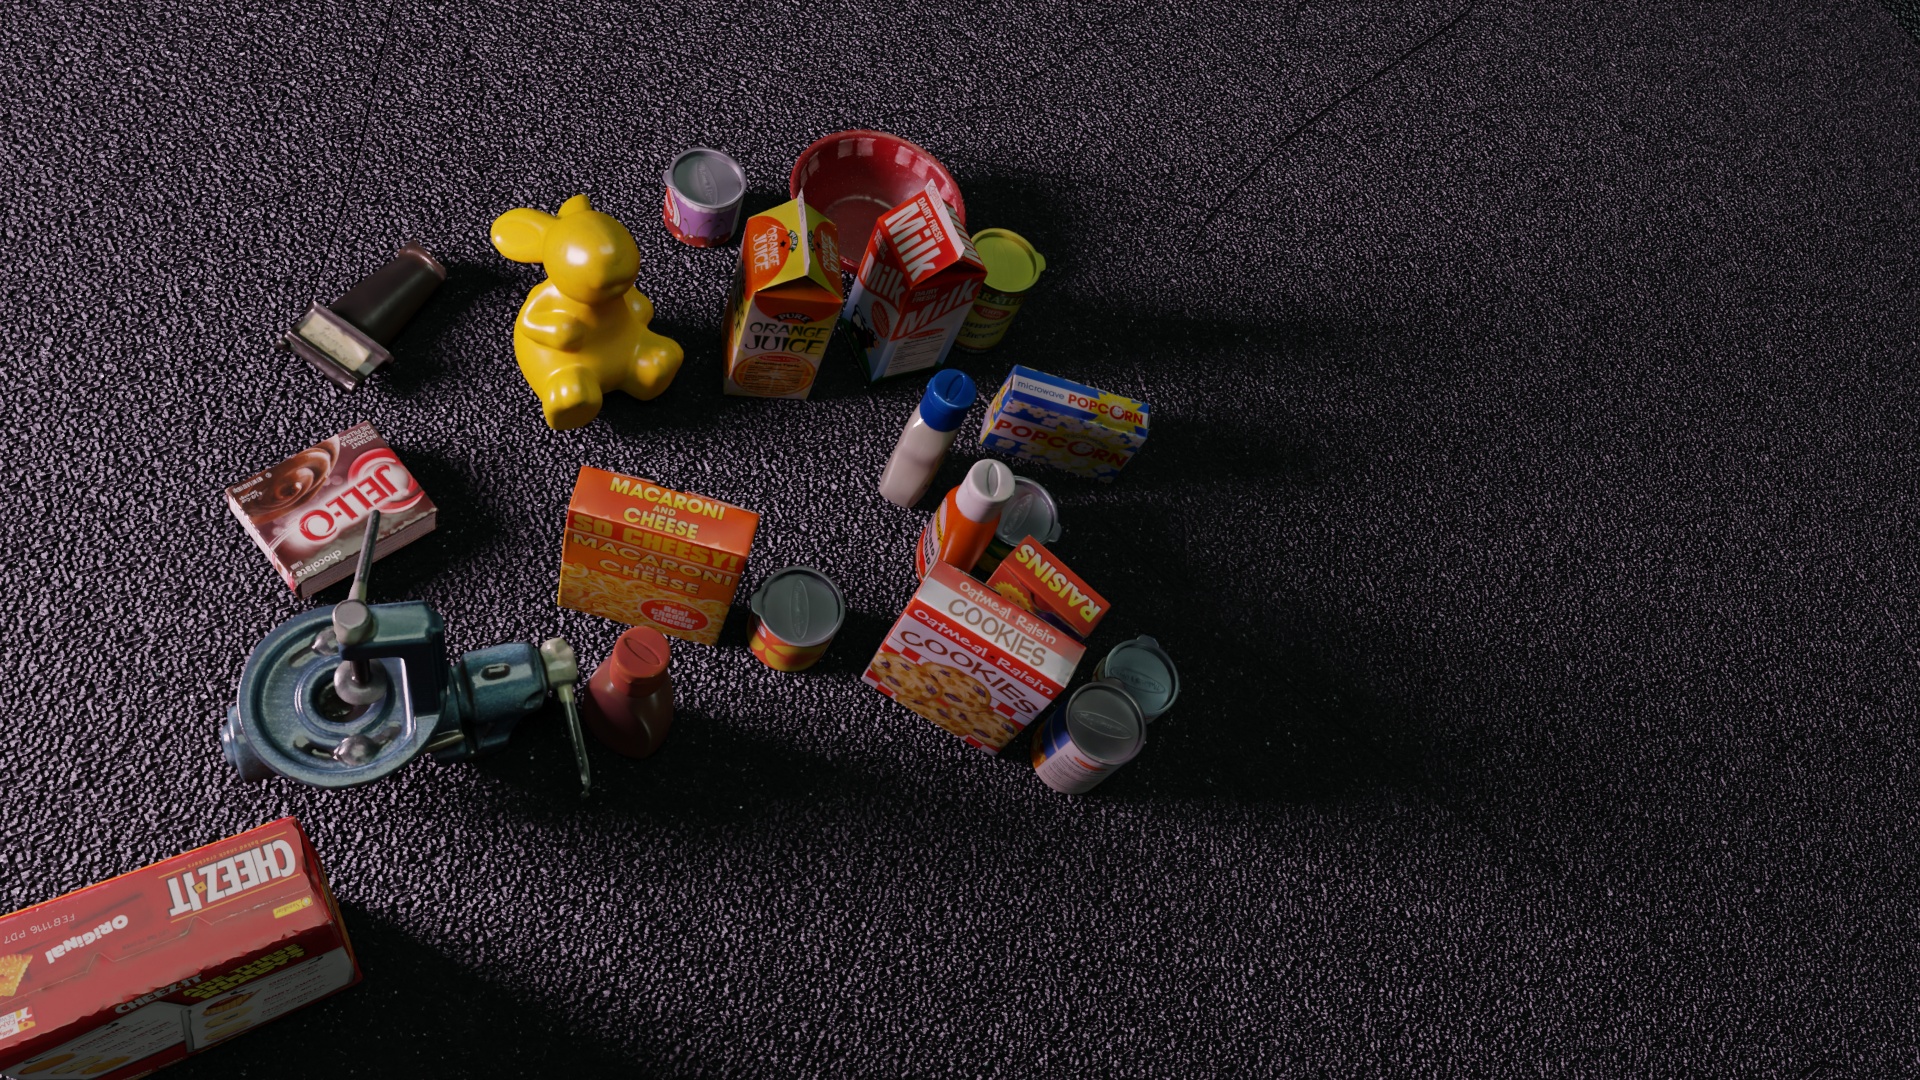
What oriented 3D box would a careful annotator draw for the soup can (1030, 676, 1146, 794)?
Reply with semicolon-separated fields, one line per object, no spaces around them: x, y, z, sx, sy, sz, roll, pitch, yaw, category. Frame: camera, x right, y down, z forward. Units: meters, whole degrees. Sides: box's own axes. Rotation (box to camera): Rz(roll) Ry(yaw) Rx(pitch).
0.099;0.152;1.077;0.071;0.083;0.071;8;62;-15;soup can

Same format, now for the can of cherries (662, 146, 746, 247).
-0.227;-0.299;1.213;0.071;0.058;0.072;8;62;-15;can of cherries

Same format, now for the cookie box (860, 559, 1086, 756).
0.006;0.090;1.029;0.123;0.166;0.040;31;59;-2;cookie box

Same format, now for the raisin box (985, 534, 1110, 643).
0.055;0.059;1.087;0.086;0.122;0.040;42;59;5;raisin box

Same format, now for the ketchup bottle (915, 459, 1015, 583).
0.004;-0.014;1.092;0.043;0.148;0.065;9;62;-14;ketchup bottle

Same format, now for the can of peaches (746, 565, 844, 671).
-0.129;0.060;1.063;0.071;0.057;0.071;8;62;-15;can of peaches

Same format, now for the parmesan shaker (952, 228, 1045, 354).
0.025;-0.218;1.231;0.071;0.102;0.071;8;62;-15;parmesan shaker

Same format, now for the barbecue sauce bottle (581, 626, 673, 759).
-0.226;0.103;0.955;0.065;0.147;0.044;36;59;2;barbecue sauce bottle

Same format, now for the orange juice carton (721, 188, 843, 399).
-0.142;-0.192;1.109;0.073;0.191;0.072;2;64;-18;orange juice carton

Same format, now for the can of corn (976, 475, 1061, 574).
0.043;-0.010;1.156;0.071;0.058;0.071;8;62;-15;can of corn

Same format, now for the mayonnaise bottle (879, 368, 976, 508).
-0.025;-0.084;1.119;0.041;0.147;0.065;29;59;-3;mayonnaise bottle

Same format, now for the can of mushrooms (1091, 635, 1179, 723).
0.144;0.116;1.140;0.071;0.033;0.071;8;62;-15;can of mushrooms

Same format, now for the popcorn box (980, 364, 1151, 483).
0.090;-0.100;1.202;0.127;0.084;0.038;15;61;-11;popcorn box

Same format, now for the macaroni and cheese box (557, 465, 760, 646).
-0.219;0.014;0.993;0.124;0.165;0.040;16;61;-11;macaroni and cheese box

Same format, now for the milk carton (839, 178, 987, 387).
-0.037;-0.212;1.156;0.074;0.189;0.072;-16;71;-25;milk carton
